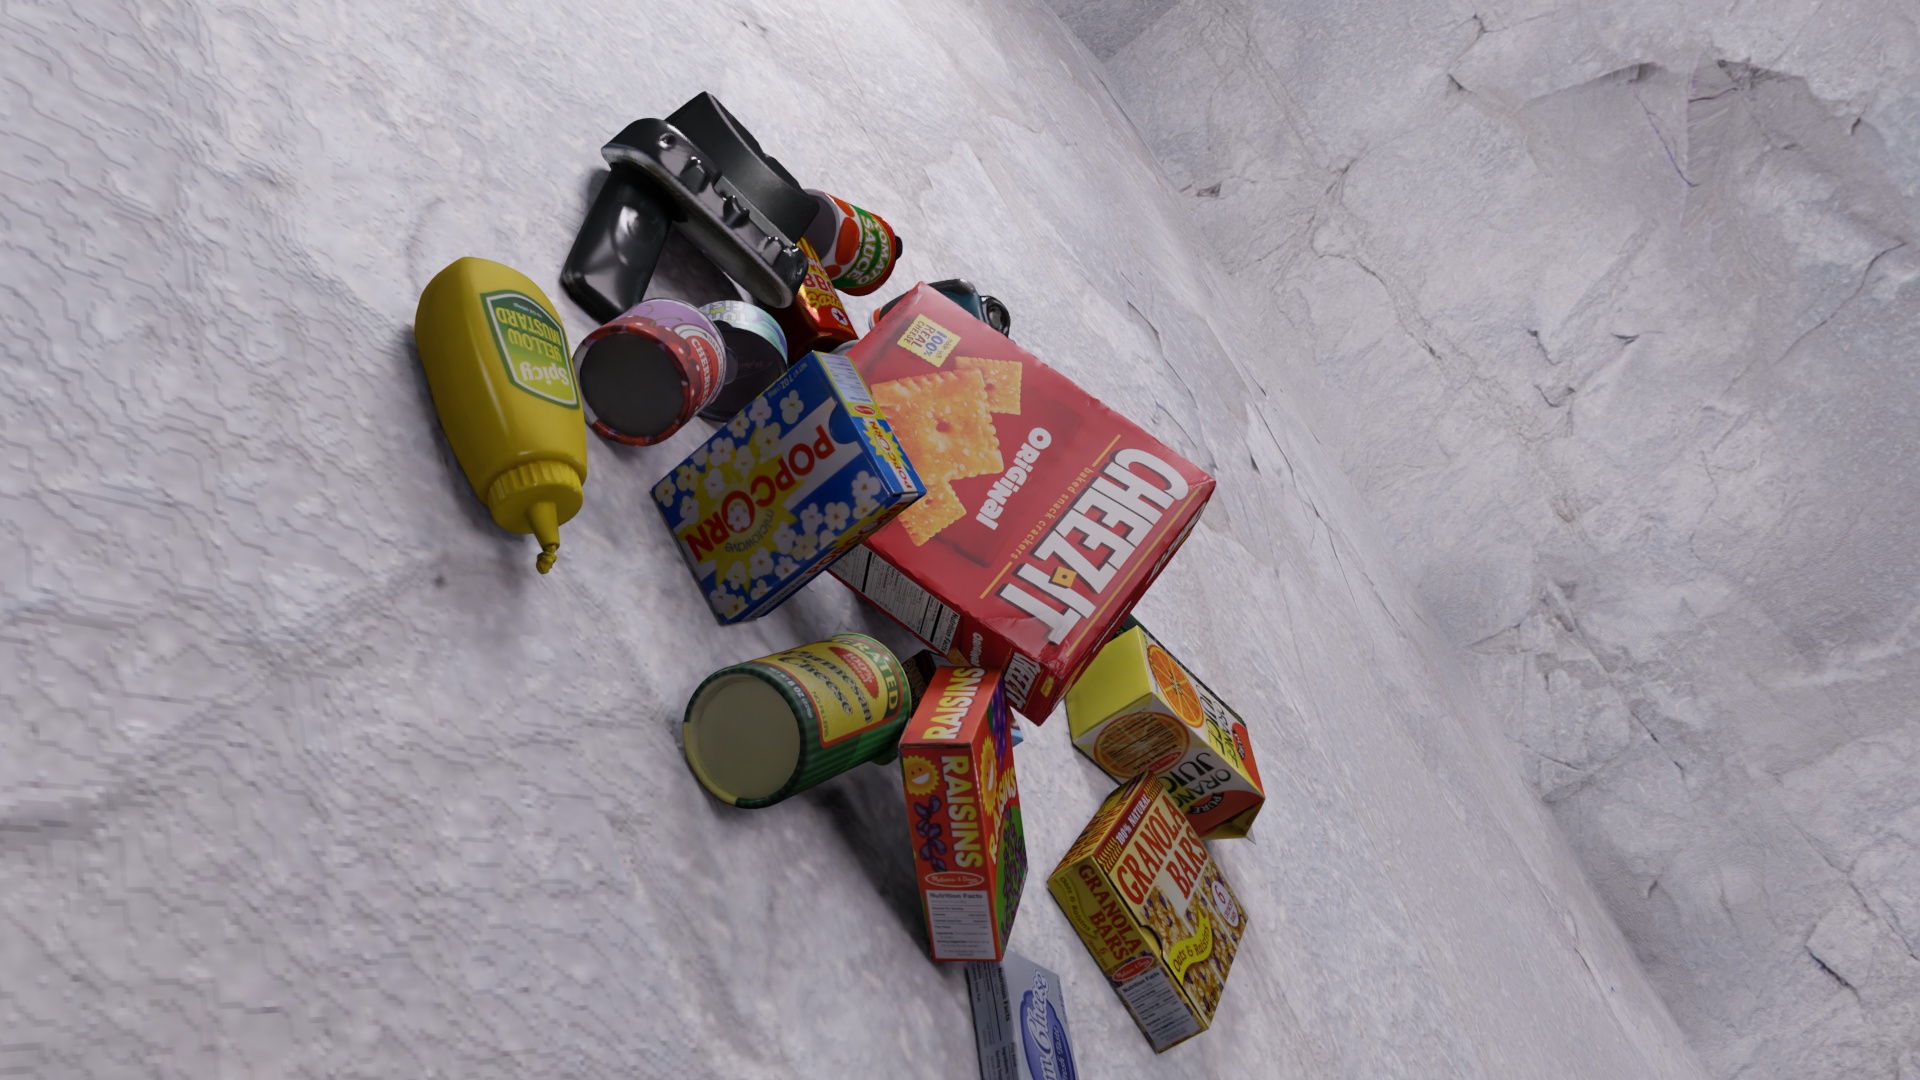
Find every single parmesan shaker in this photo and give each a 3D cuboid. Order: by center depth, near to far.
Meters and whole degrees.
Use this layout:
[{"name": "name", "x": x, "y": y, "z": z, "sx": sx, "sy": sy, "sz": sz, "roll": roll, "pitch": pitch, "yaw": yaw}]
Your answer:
[{"name": "parmesan shaker", "x": -0.073, "y": 0.086, "z": 0.658, "sx": 0.071, "sy": 0.071, "sz": 0.103, "roll": 59, "pitch": 22, "yaw": 9}]

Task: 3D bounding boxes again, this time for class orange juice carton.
[{"name": "orange juice carton", "x": 0.163, "y": 0.156, "z": 1.036, "sx": 0.192, "sy": 0.073, "sz": 0.072, "roll": 42, "pitch": 25, "yaw": -30}]

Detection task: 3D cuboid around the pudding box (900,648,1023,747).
[{"name": "pudding box", "x": -0.001, "y": 0.100, "z": 0.835, "sx": 0.083, "sy": 0.030, "sz": 0.050, "roll": 25, "pitch": 35, "yaw": -52}]

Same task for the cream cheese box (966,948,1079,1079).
[{"name": "cream cheese box", "x": 0.034, "y": 0.258, "z": 0.688, "sx": 0.053, "sy": 0.024, "sz": 0.104, "roll": 37, "pitch": 28, "yaw": -35}]

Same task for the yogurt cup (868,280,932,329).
[{"name": "yogurt cup", "x": -0.033, "y": -0.174, "z": 1.133, "sx": 0.072, "sy": 0.054, "sz": 0.073, "roll": 44, "pitch": 25, "yaw": -27}]

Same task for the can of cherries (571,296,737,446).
[{"name": "can of cherries", "x": -0.160, "y": -0.089, "z": 0.727, "sx": 0.071, "sy": 0.071, "sz": 0.058, "roll": 51, "pitch": 22, "yaw": -11}]

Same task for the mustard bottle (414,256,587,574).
[{"name": "mustard bottle", "x": -0.199, "y": -0.054, "z": 0.624, "sx": 0.065, "sy": 0.048, "sz": 0.161, "roll": 18, "pitch": 42, "yaw": -54}]

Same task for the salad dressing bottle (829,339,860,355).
[{"name": "salad dressing bottle", "x": -0.041, "y": -0.077, "z": 0.973, "sx": 0.147, "sy": 0.064, "sz": 0.044, "roll": 47, "pitch": 34, "yaw": -39}]

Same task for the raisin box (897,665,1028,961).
[{"name": "raisin box", "x": 0.003, "y": 0.137, "z": 0.706, "sx": 0.086, "sy": 0.040, "sz": 0.123, "roll": -58, "pitch": 144, "yaw": -66}]

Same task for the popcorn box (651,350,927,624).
[{"name": "popcorn box", "x": -0.089, "y": -0.025, "z": 0.705, "sx": 0.038, "sy": 0.126, "sz": 0.085, "roll": -6, "pitch": 63, "yaw": -61}]

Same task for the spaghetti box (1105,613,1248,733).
[{"name": "spaghetti box", "x": 0.143, "y": 0.102, "z": 1.103, "sx": 0.249, "sy": 0.050, "sz": 0.029, "roll": 42, "pitch": 27, "yaw": -30}]

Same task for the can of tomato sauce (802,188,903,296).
[{"name": "can of tomato sauce", "x": -0.095, "y": -0.226, "z": 1.059, "sx": 0.083, "sy": 0.071, "sz": 0.071, "roll": 4, "pitch": 54, "yaw": -62}]

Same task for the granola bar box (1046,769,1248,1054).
[{"name": "granola bar box", "x": 0.126, "y": 0.232, "z": 0.896, "sx": 0.124, "sy": 0.039, "sz": 0.166, "roll": 56, "pitch": 21, "yaw": 4}]

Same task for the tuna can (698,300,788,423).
[{"name": "tuna can", "x": -0.134, "y": -0.106, "z": 0.807, "sx": 0.071, "sy": 0.071, "sz": 0.033, "roll": 40, "pitch": 24, "yaw": -34}]

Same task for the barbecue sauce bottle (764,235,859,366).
[{"name": "barbecue sauce bottle", "x": -0.119, "y": -0.186, "z": 0.986, "sx": 0.065, "sy": 0.043, "sz": 0.149, "roll": 16, "pitch": 43, "yaw": -56}]
